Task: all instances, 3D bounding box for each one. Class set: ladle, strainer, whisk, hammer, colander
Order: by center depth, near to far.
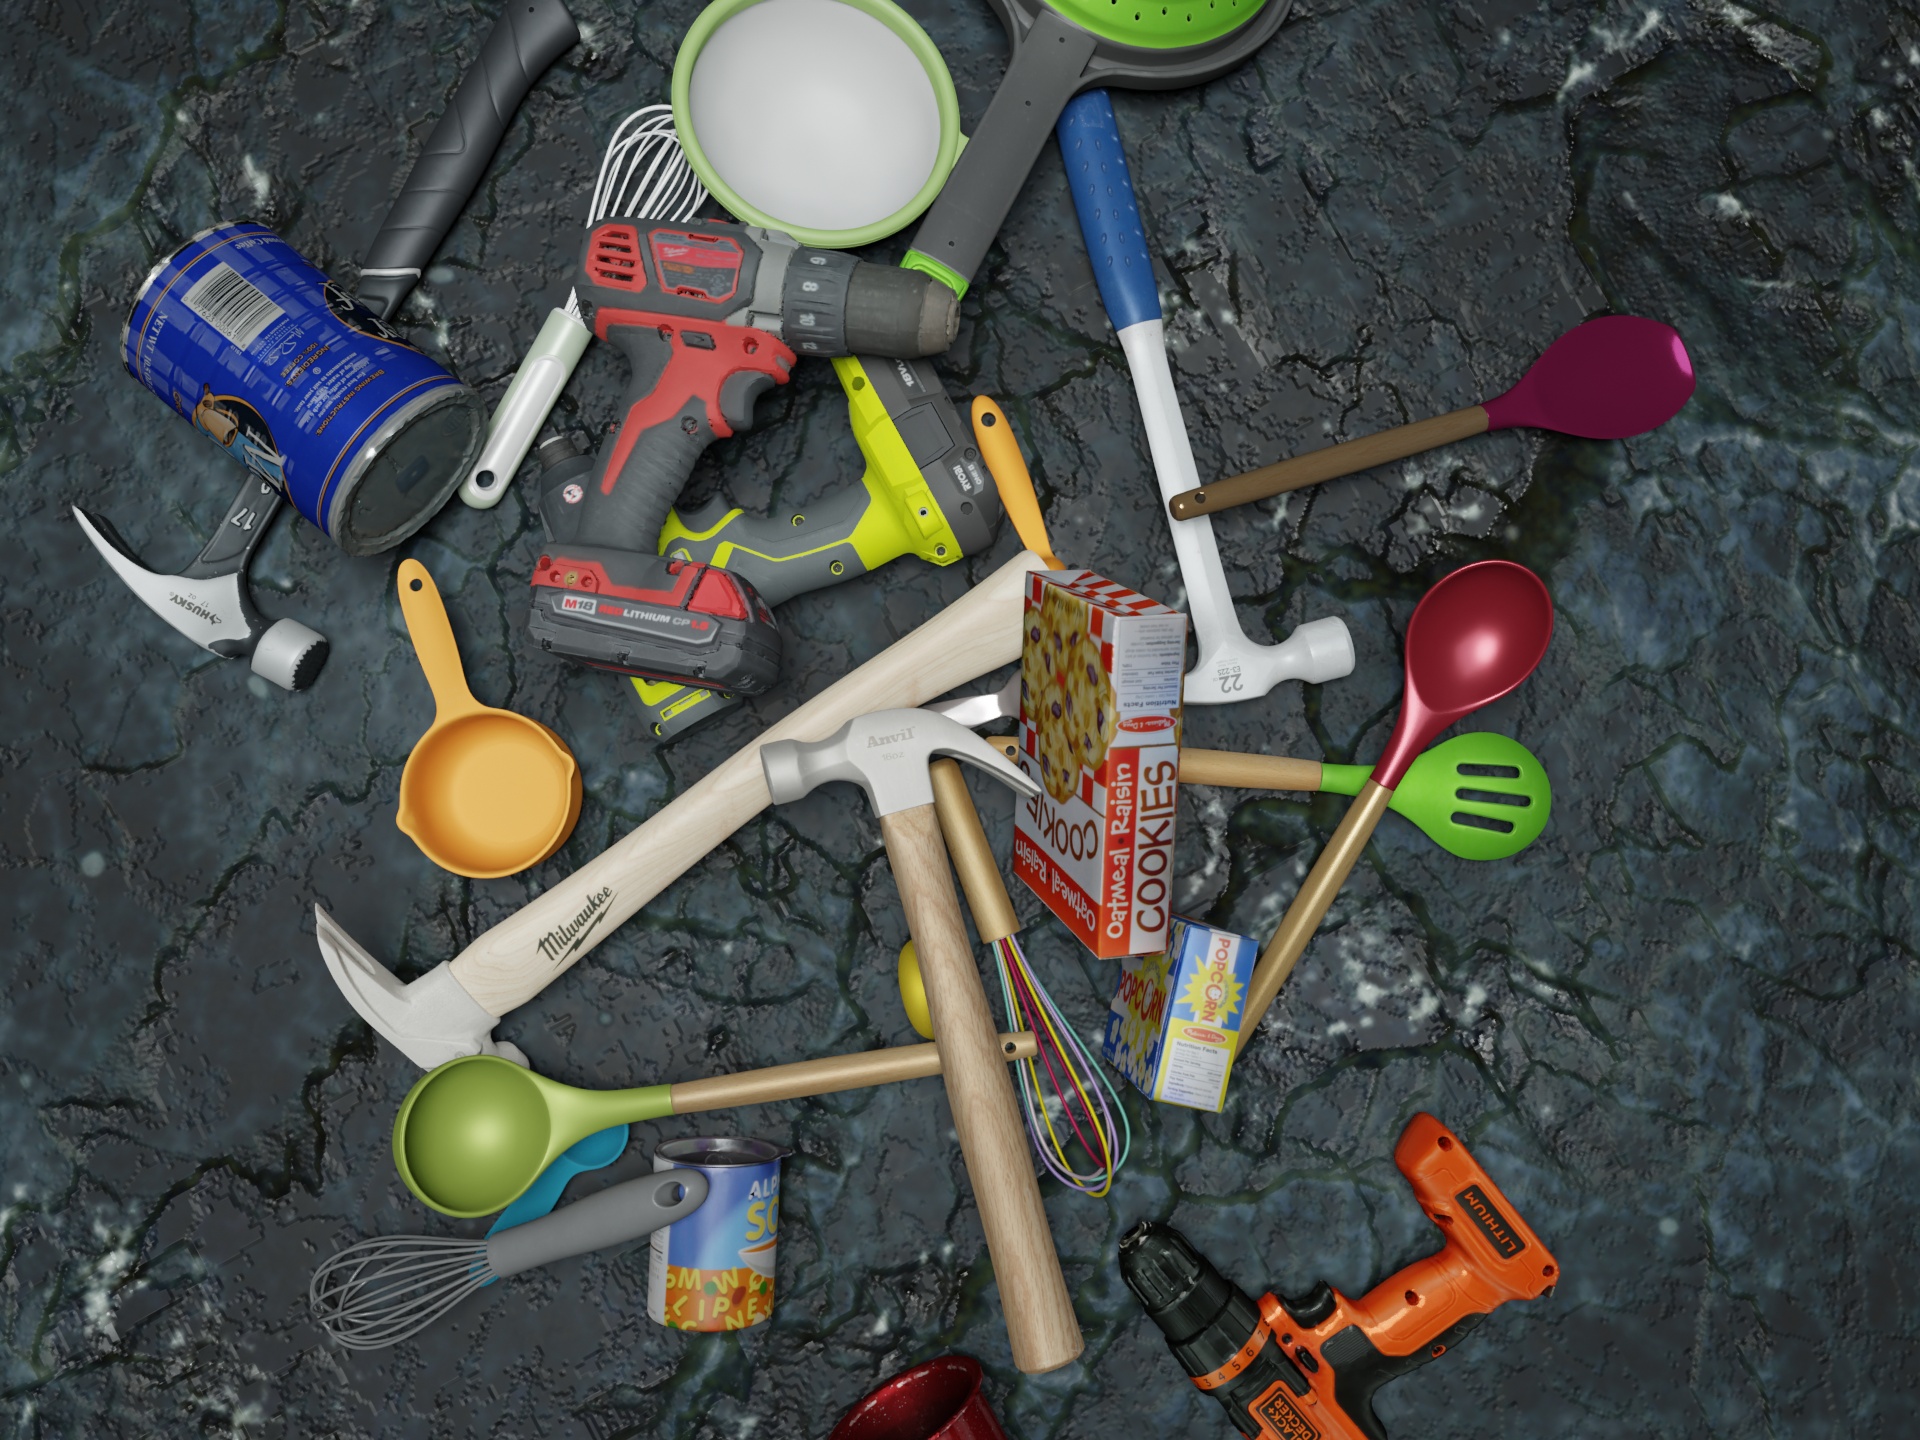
[{"bbox_3d":[0.005,0.155,0.789,0.130,0.031,0.331,-15,87,-11],"label":"hammer"},{"bbox_3d":[-0.118,0.187,0.795,0.320,0.062,0.078,-8,86,-4],"label":"ladle"},{"bbox_3d":[-0.232,0.267,0.806,0.239,0.055,0.055,-22,87,14],"label":"whisk"},{"bbox_3d":[0.067,-0.376,0.813,0.204,0.094,0.397,28,76,-8],"label":"colander"},{"bbox_3d":[-0.125,0.035,0.818,0.410,0.038,0.146,-36,125,-5],"label":"hammer"},{"bbox_3d":[0.210,0.057,0.839,0.069,0.031,0.315,29,98,1],"label":"ladle"},{"bbox_3d":[0.033,0.135,0.847,0.051,0.047,0.245,-20,84,-1],"label":"whisk"},{"bbox_3d":[-0.107,-0.360,0.853,0.151,0.069,0.256,-30,89,-16],"label":"strainer"},{"bbox_3d":[-0.205,-0.223,0.862,0.057,0.059,0.246,29,91,-27],"label":"whisk"},{"bbox_3d":[-0.324,-0.227,0.864,0.149,0.036,0.409,28,86,1],"label":"hammer"},{"bbox_3d":[0.095,-0.204,0.871,0.144,0.035,0.405,-14,87,-2],"label":"hammer"}]

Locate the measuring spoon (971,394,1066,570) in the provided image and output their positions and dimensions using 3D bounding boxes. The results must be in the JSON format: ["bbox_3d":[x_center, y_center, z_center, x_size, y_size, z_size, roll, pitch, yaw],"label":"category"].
[{"bbox_3d":[0.031,-0.126,0.877,0.021,0.011,0.117,-21,87,-2],"label":"measuring spoon"}]

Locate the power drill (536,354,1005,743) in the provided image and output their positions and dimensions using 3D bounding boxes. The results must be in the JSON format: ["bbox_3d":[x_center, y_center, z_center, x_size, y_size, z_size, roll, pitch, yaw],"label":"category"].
[{"bbox_3d":[-0.104,-0.113,0.843,0.223,0.080,0.171,-29,88,0],"label":"power drill"}]

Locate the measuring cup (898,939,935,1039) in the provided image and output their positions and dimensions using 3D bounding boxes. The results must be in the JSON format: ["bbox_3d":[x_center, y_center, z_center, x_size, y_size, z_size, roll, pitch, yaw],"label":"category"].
[{"bbox_3d":[-0.025,0.094,0.850,0.029,0.062,0.157,-17,76,12],"label":"measuring cup"}]

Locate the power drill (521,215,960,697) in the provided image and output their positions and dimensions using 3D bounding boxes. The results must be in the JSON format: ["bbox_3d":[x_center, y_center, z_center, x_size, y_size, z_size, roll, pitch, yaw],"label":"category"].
[{"bbox_3d":[-0.107,-0.129,0.771,0.188,0.080,0.227,9,85,7],"label":"power drill"}]

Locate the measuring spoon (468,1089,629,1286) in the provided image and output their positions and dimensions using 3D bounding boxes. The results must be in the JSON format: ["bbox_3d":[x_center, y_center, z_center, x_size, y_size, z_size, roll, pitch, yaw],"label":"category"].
[{"bbox_3d":[-0.221,0.249,0.851,0.042,0.021,0.128,37,96,0],"label":"measuring spoon"}]

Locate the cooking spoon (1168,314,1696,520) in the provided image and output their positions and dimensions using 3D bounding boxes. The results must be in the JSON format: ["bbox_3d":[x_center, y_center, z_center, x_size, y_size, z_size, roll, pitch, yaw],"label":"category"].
[{"bbox_3d":[0.259,-0.157,0.860,0.319,0.017,0.069,-17,86,-12],"label":"cooking spoon"}]

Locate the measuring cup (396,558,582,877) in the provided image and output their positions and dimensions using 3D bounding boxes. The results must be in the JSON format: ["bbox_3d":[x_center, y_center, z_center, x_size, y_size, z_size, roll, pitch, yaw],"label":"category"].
[{"bbox_3d":[-0.259,-0.001,0.844,0.095,0.052,0.174,-20,85,-2],"label":"measuring cup"}]

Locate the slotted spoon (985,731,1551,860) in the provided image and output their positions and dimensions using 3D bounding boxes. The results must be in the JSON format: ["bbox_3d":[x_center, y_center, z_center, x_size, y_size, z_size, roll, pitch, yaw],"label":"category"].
[{"bbox_3d":[0.169,0.030,0.864,0.313,0.031,0.070,5,89,0],"label":"slotted spoon"}]

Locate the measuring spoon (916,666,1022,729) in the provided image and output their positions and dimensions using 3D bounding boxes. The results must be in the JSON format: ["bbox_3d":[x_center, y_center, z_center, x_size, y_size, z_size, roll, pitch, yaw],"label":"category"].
[{"bbox_3d":[-0.001,-0.003,0.866,0.124,0.018,0.034,-15,87,-1],"label":"measuring spoon"}]
